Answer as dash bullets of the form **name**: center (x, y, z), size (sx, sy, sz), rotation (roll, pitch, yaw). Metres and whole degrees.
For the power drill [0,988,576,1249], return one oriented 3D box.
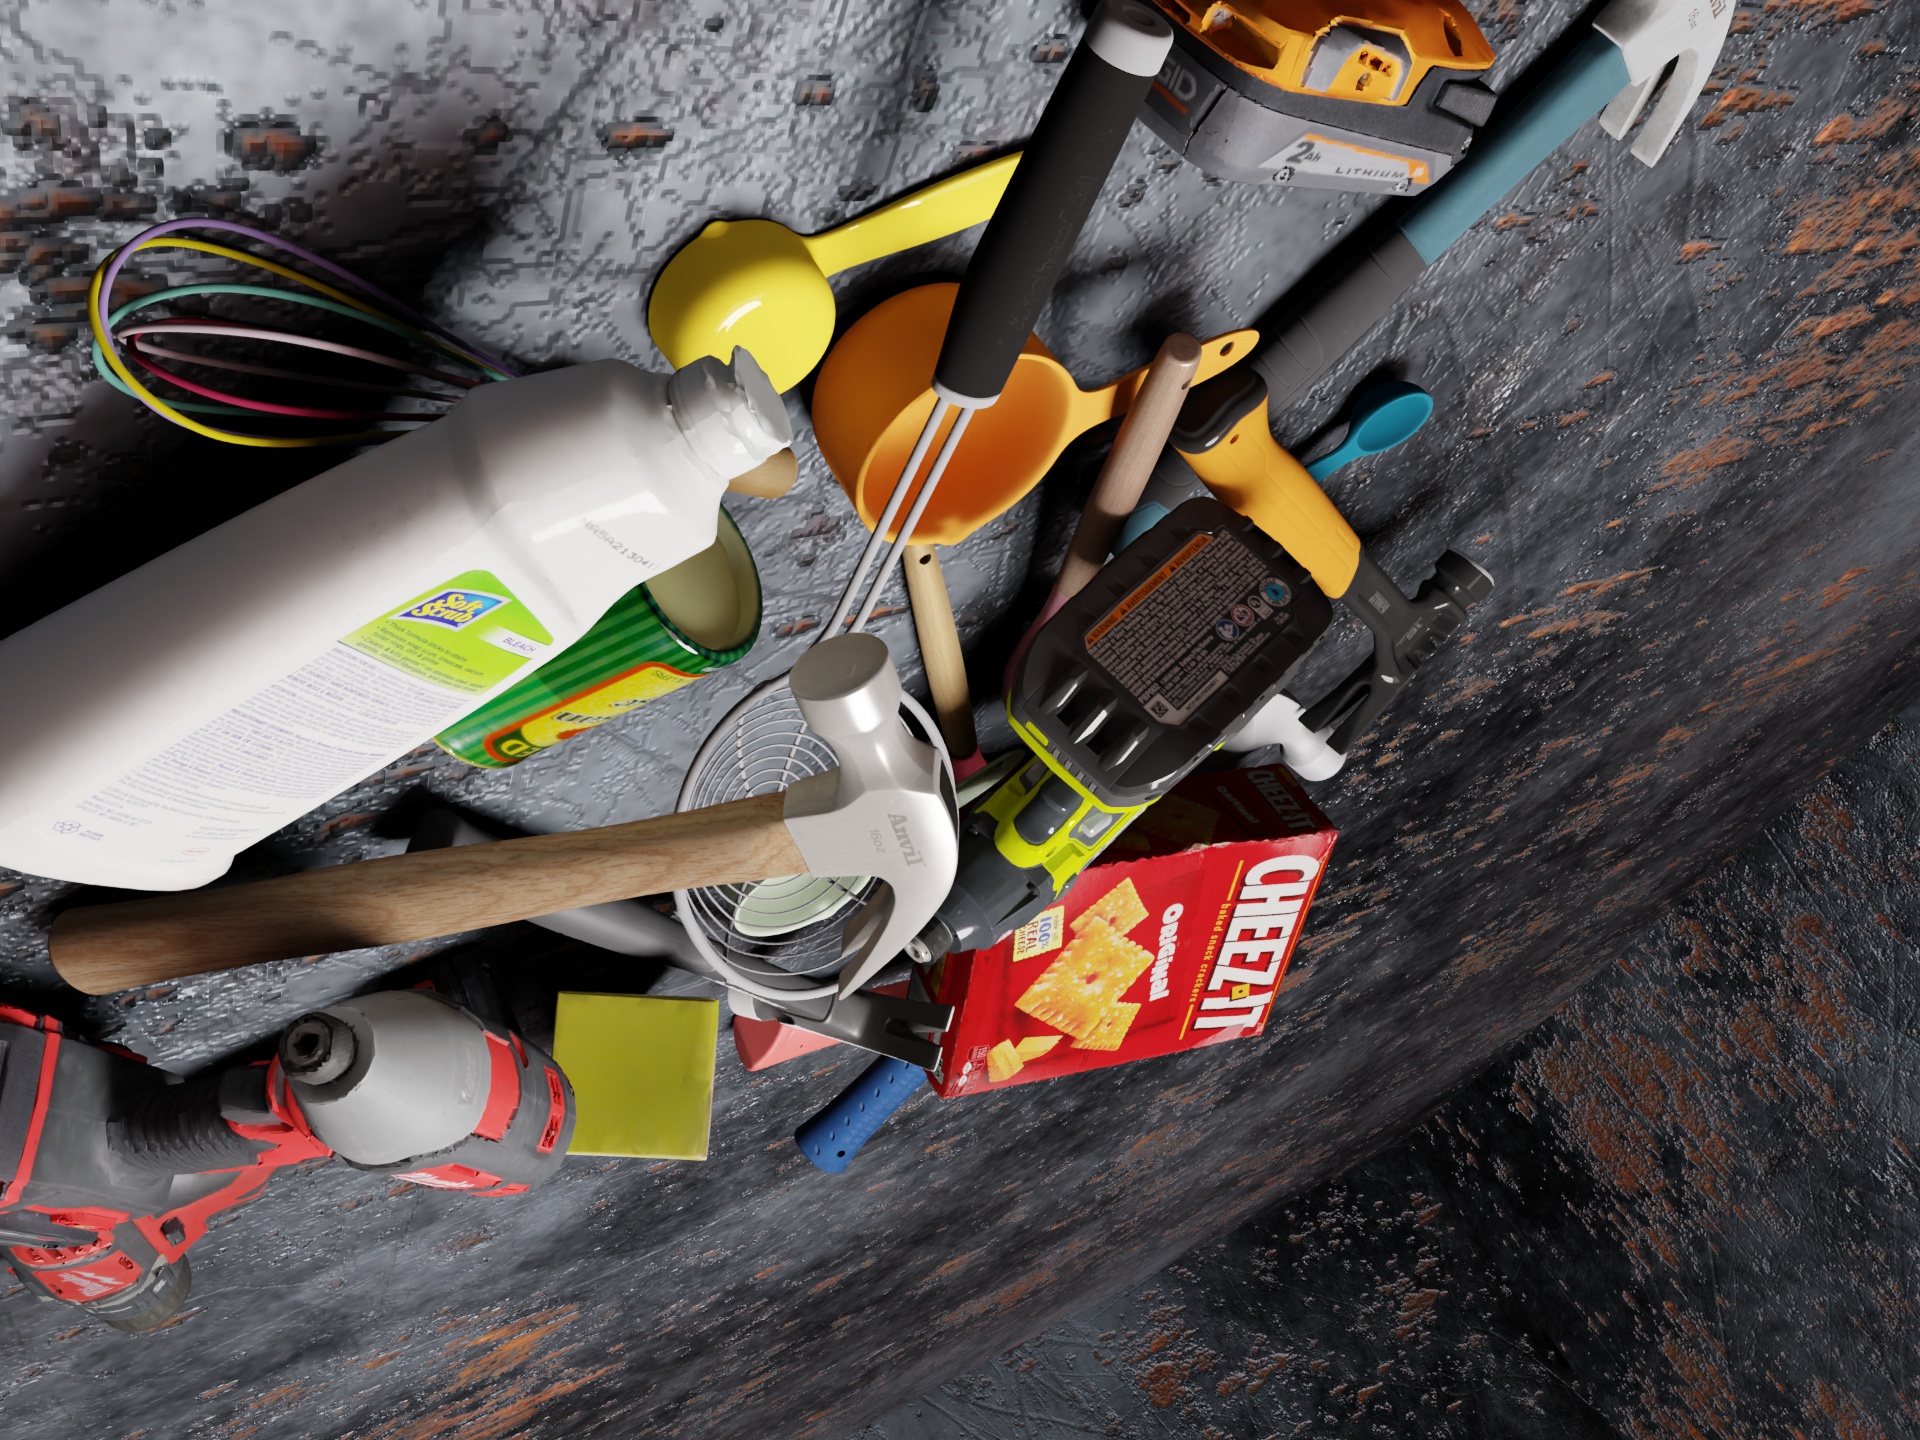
- **power drill**: center (-0.262, 0.135, 0.559), size (0.219, 0.079, 0.143), rotation (-6, 155, 10)

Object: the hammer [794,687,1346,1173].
- **hammer**: center (0.044, 0.123, 0.939), size (0.405, 0.035, 0.144), rotation (-46, 131, 13)

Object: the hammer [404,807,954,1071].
- **hammer**: center (-0.129, 0.107, 0.747), size (0.334, 0.146, 0.035), rotation (39, 64, -55)

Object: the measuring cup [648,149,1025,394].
- **measuring cup**: center (-0.023, -0.146, 0.508), size (0.156, 0.029, 0.062), rotation (-26, 153, -11)

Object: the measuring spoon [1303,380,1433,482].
- **measuring spoon**: center (0.167, -0.128, 0.774), size (0.128, 0.021, 0.042), rotation (-31, 154, 16)

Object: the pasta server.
- **pasta server**: center (0.058, -0.063, 0.665), size (0.060, 0.040, 0.316), rotation (-42, 171, -19)

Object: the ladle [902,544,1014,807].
- **ladle**: center (-0.001, -0.002, 0.782), size (0.069, 0.031, 0.315), rotation (-29, 151, -9)

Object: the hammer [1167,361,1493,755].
- **hammer**: center (0.165, -0.074, 0.744), size (0.127, 0.034, 0.336), rotation (-50, 148, 9)

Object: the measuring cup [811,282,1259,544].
- **measuring cup**: center (0.027, -0.127, 0.576), size (0.173, 0.052, 0.095), rotation (-24, 152, -21)

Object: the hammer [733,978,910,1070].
- **hammer**: center (0.022, 0.175, 1.045), size (0.359, 0.037, 0.149), rotation (-9, 143, -29)

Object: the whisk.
- **whisk**: center (-0.134, -0.089, 0.471), size (0.051, 0.047, 0.244), rotation (-48, 153, 24)

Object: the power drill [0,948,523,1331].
- **power drill**: center (-0.311, 0.207, 0.736), size (0.226, 0.080, 0.187), rotation (-18, 150, -22)

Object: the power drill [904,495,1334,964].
- **power drill**: center (0.056, 0.018, 0.686), size (0.171, 0.080, 0.223), rotation (-41, 169, -29)

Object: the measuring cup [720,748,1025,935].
- **measuring cup**: center (-0.046, 0.048, 0.796), size (0.167, 0.038, 0.083), rotation (-32, 154, -1)

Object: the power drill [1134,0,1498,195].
- **power drill**: center (0.147, -0.267, 0.443), size (0.164, 0.084, 0.226), rotation (-11, 142, -38)

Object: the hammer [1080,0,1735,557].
- **hammer**: center (0.174, -0.187, 0.657), size (0.331, 0.033, 0.128), rotation (-43, 151, 18)

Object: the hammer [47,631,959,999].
- **hammer**: center (-0.160, 0.057, 0.538), size (0.331, 0.031, 0.129), rotation (-11, 130, 14)

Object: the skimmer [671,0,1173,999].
- **skimmer**: center (-0.006, -0.042, 0.518), size (0.127, 0.090, 0.363), rotation (-11, 146, -36)
